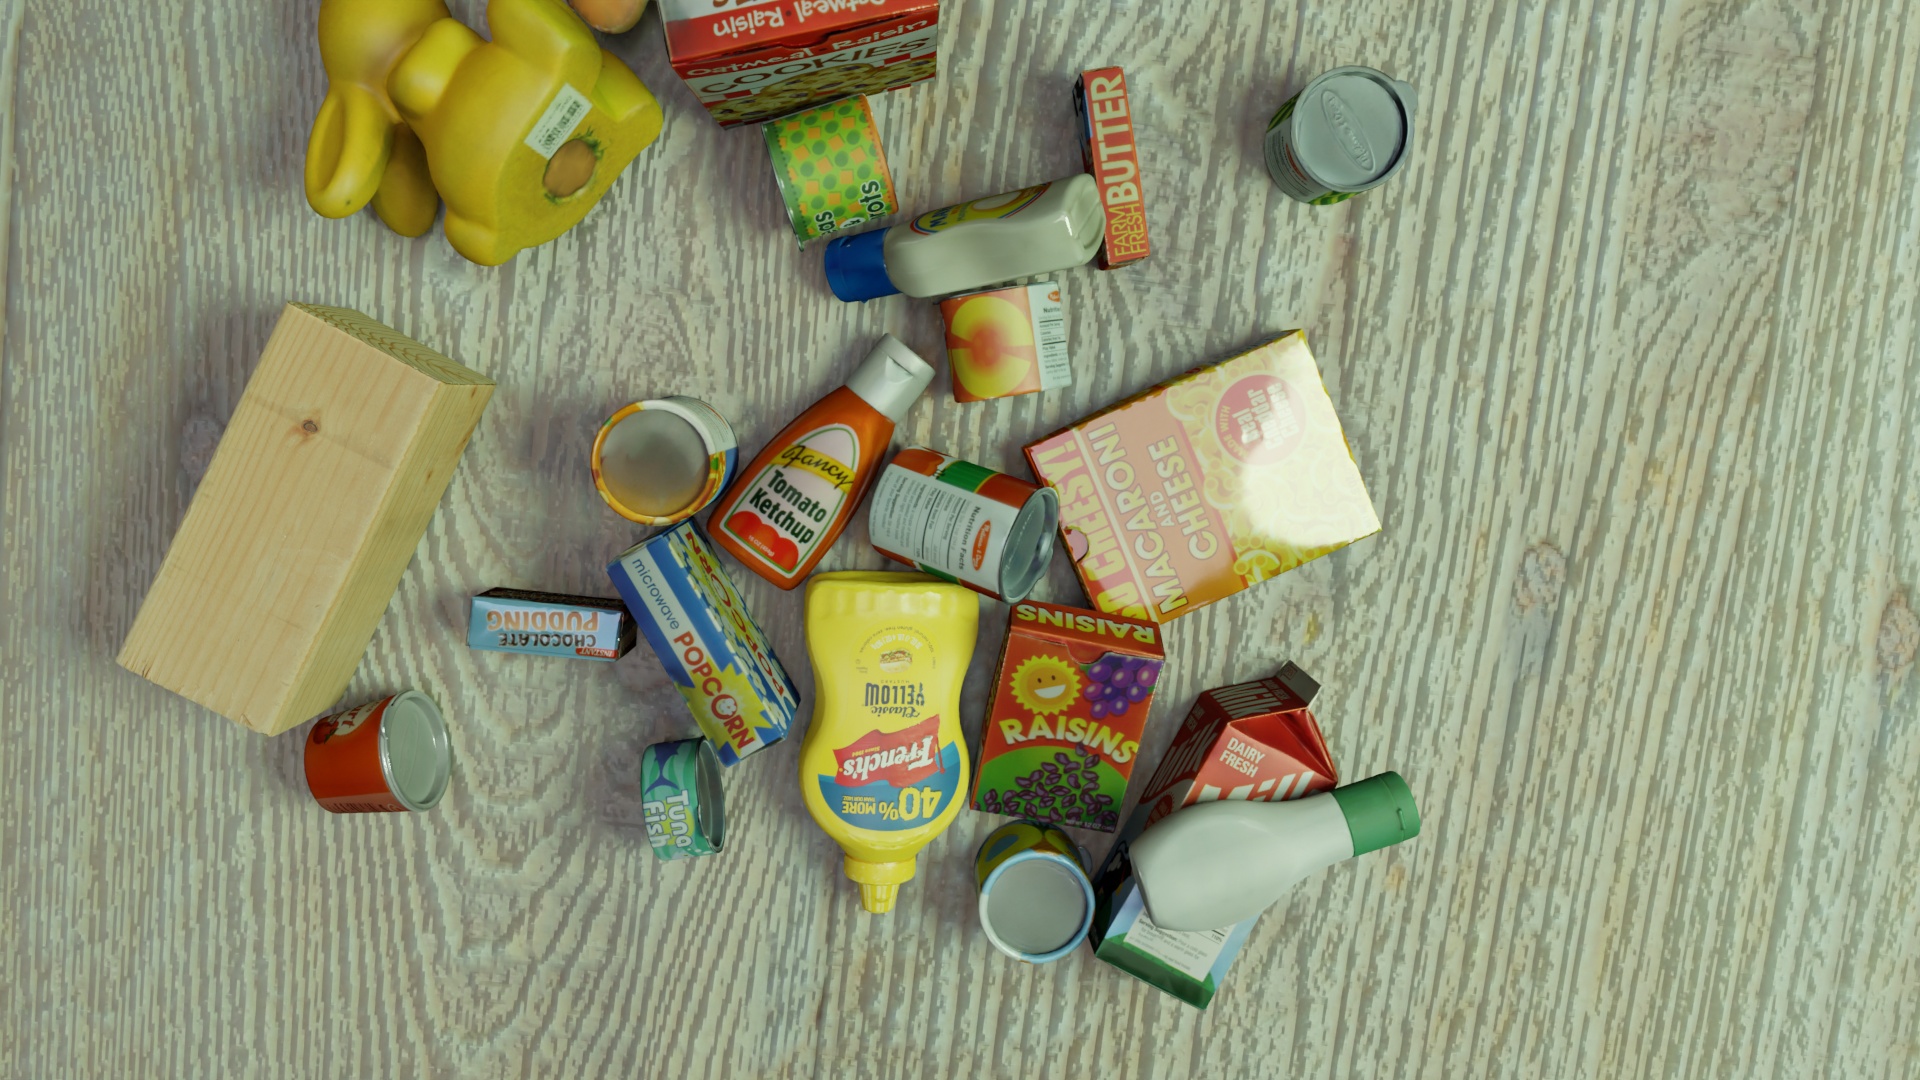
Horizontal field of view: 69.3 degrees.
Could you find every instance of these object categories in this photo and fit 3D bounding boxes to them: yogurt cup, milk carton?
[{"bbox_3d":[-0.324,0.120,0.770,0.054,0.072,0.072,-10,96,7],"label":"yogurt cup"},{"bbox_3d":[0.147,0.156,0.787,0.073,0.072,0.190,28,95,-6],"label":"milk carton"}]

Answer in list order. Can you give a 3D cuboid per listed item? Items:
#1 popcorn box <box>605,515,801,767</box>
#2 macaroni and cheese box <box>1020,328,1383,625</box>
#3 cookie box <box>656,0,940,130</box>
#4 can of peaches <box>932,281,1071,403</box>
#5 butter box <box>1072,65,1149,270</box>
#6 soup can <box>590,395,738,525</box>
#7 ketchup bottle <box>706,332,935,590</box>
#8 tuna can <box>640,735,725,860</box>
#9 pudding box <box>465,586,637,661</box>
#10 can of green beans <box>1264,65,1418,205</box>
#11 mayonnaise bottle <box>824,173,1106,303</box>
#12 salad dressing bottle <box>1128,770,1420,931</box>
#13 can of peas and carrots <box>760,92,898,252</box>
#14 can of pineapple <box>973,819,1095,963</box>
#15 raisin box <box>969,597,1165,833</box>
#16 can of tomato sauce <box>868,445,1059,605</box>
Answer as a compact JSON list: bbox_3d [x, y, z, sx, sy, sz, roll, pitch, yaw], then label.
[{"bbox_3d":[-0.138,0.052,0.758,0.038,0.085,0.126,-29,97,2],"label":"popcorn box"},{"bbox_3d":[0.134,-0.030,0.782,0.166,0.040,0.123,-24,96,1],"label":"macaroni and cheese box"},{"bbox_3d":[-0.074,-0.248,0.688,0.123,0.167,0.040,-13,97,0],"label":"cookie box"},{"bbox_3d":[0.023,-0.108,0.759,0.071,0.071,0.058,-10,97,-1],"label":"can of peaches"},{"bbox_3d":[0.082,-0.201,0.757,0.024,0.053,0.103,-9,96,1],"label":"butter box"},{"bbox_3d":[-0.159,-0.042,0.749,0.071,0.084,0.071,0,97,-2],"label":"soup can"},{"bbox_3d":[-0.073,-0.047,0.772,0.064,0.043,0.148,38,93,-7],"label":"ketchup bottle"},{"bbox_3d":[-0.154,0.145,0.774,0.033,0.071,0.071,-9,96,0],"label":"tuna can"},{"bbox_3d":[-0.226,0.047,0.772,0.084,0.050,0.030,6,95,-3],"label":"pudding box"},{"bbox_3d":[0.205,-0.219,0.757,0.071,0.058,0.071,0,96,-2],"label":"can of green beans"},{"bbox_3d":[-0.001,-0.156,0.736,0.148,0.065,0.041,-6,121,25],"label":"mayonnaise bottle"},{"bbox_3d":[0.165,0.160,0.729,0.148,0.044,0.064,-17,97,-2],"label":"salad dressing bottle"},{"bbox_3d":[-0.069,-0.197,0.745,0.059,0.071,0.071,-17,96,-1],"label":"can of peas and carrots"},{"bbox_3d":[0.043,0.199,0.794,0.071,0.058,0.071,0,96,-2],"label":"can of pineapple"},{"bbox_3d":[0.057,0.098,0.772,0.086,0.040,0.122,11,117,-2],"label":"raisin box"},{"bbox_3d":[0.003,-0.009,0.754,0.083,0.071,0.071,20,96,24],"label":"can of tomato sauce"}]
